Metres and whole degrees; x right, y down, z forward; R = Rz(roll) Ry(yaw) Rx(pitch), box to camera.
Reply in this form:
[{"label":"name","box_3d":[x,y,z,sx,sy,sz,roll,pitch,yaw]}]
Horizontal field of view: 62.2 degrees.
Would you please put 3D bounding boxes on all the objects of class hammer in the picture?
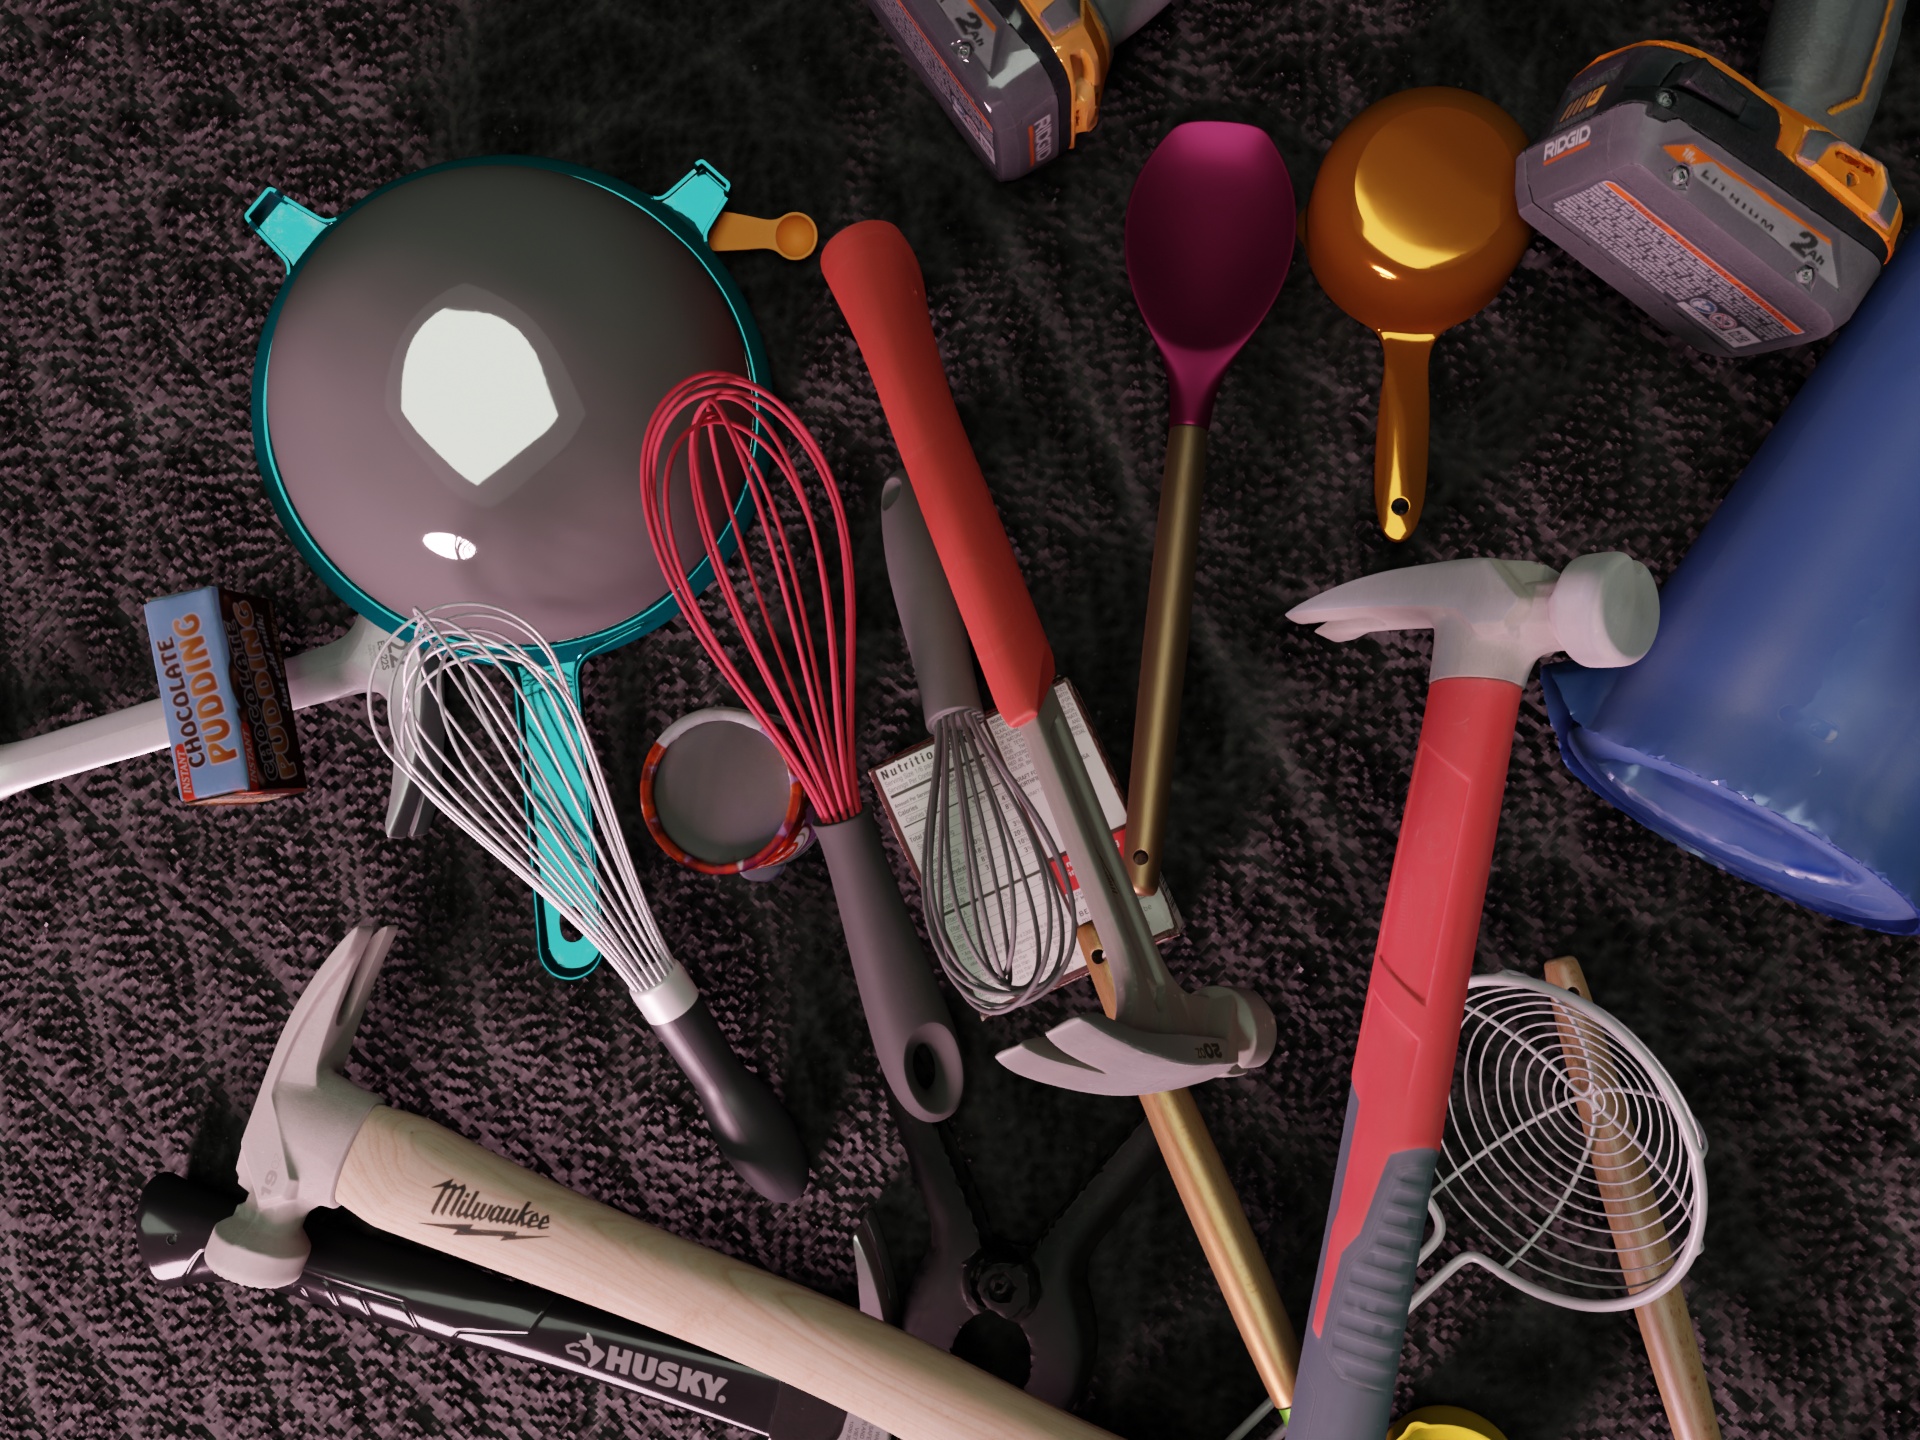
[{"label":"hammer","box_3d":[0.136,0.131,0.543,0.038,0.143,0.386,21,77,-32]},{"label":"hammer","box_3d":[-0.086,0.213,0.602,0.411,0.038,0.146,20,88,11]},{"label":"hammer","box_3d":[-0.185,0.242,0.658,0.335,0.035,0.146,13,90,8]},{"label":"hammer","box_3d":[-0.415,0.027,0.694,0.405,0.035,0.144,-16,86,6]},{"label":"hammer","box_3d":[0.009,-0.041,0.570,0.036,0.149,0.359,-31,64,24]}]

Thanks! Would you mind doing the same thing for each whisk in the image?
[{"label":"whisk","box_3d":[-0.049,0.017,0.586,0.073,0.073,0.295,-15,103,6]},{"label":"whisk","box_3d":[-0.001,-0.003,0.602,0.055,0.055,0.239,-16,60,6]},{"label":"whisk","box_3d":[-0.129,0.078,0.606,0.070,0.070,0.284,-25,112,6]}]

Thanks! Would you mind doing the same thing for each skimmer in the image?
[{"label":"skimmer","box_3d":[0.121,0.248,0.591,0.363,0.090,0.127,-47,60,5]}]

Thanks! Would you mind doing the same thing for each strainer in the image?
[{"label":"strainer","box_3d":[-0.172,-0.064,0.619,0.211,0.095,0.340,-6,90,-7]}]

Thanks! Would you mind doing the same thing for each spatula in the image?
[{"label":"spatula","box_3d":[0.270,0.247,0.608,0.082,0.044,0.317,-14,81,7]}]

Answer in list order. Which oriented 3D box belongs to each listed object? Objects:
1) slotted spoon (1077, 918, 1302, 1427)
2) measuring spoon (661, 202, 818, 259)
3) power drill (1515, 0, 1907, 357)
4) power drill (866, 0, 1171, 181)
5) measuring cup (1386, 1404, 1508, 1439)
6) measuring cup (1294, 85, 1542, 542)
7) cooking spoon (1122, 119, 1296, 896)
[{"label":"slotted spoon","box_3d":[0.111,0.215,0.566,0.070,0.031,0.314,-28,75,17]},{"label":"measuring spoon","box_3d":[-0.116,-0.210,0.681,0.117,0.011,0.021,7,99,11]},{"label":"power drill","box_3d":[0.294,-0.267,0.569,0.164,0.084,0.226,31,85,-14]},{"label":"power drill","box_3d":[0.064,-0.347,0.629,0.226,0.084,0.185,-34,84,0]},{"label":"measuring cup","box_3d":[0.146,0.313,0.623,0.156,0.029,0.062,-27,84,17]},{"label":"measuring cup","box_3d":[0.178,-0.159,0.618,0.095,0.052,0.173,4,86,7]},{"label":"cooking spoon","box_3d":[0.087,-0.090,0.627,0.069,0.017,0.319,6,80,7]}]
